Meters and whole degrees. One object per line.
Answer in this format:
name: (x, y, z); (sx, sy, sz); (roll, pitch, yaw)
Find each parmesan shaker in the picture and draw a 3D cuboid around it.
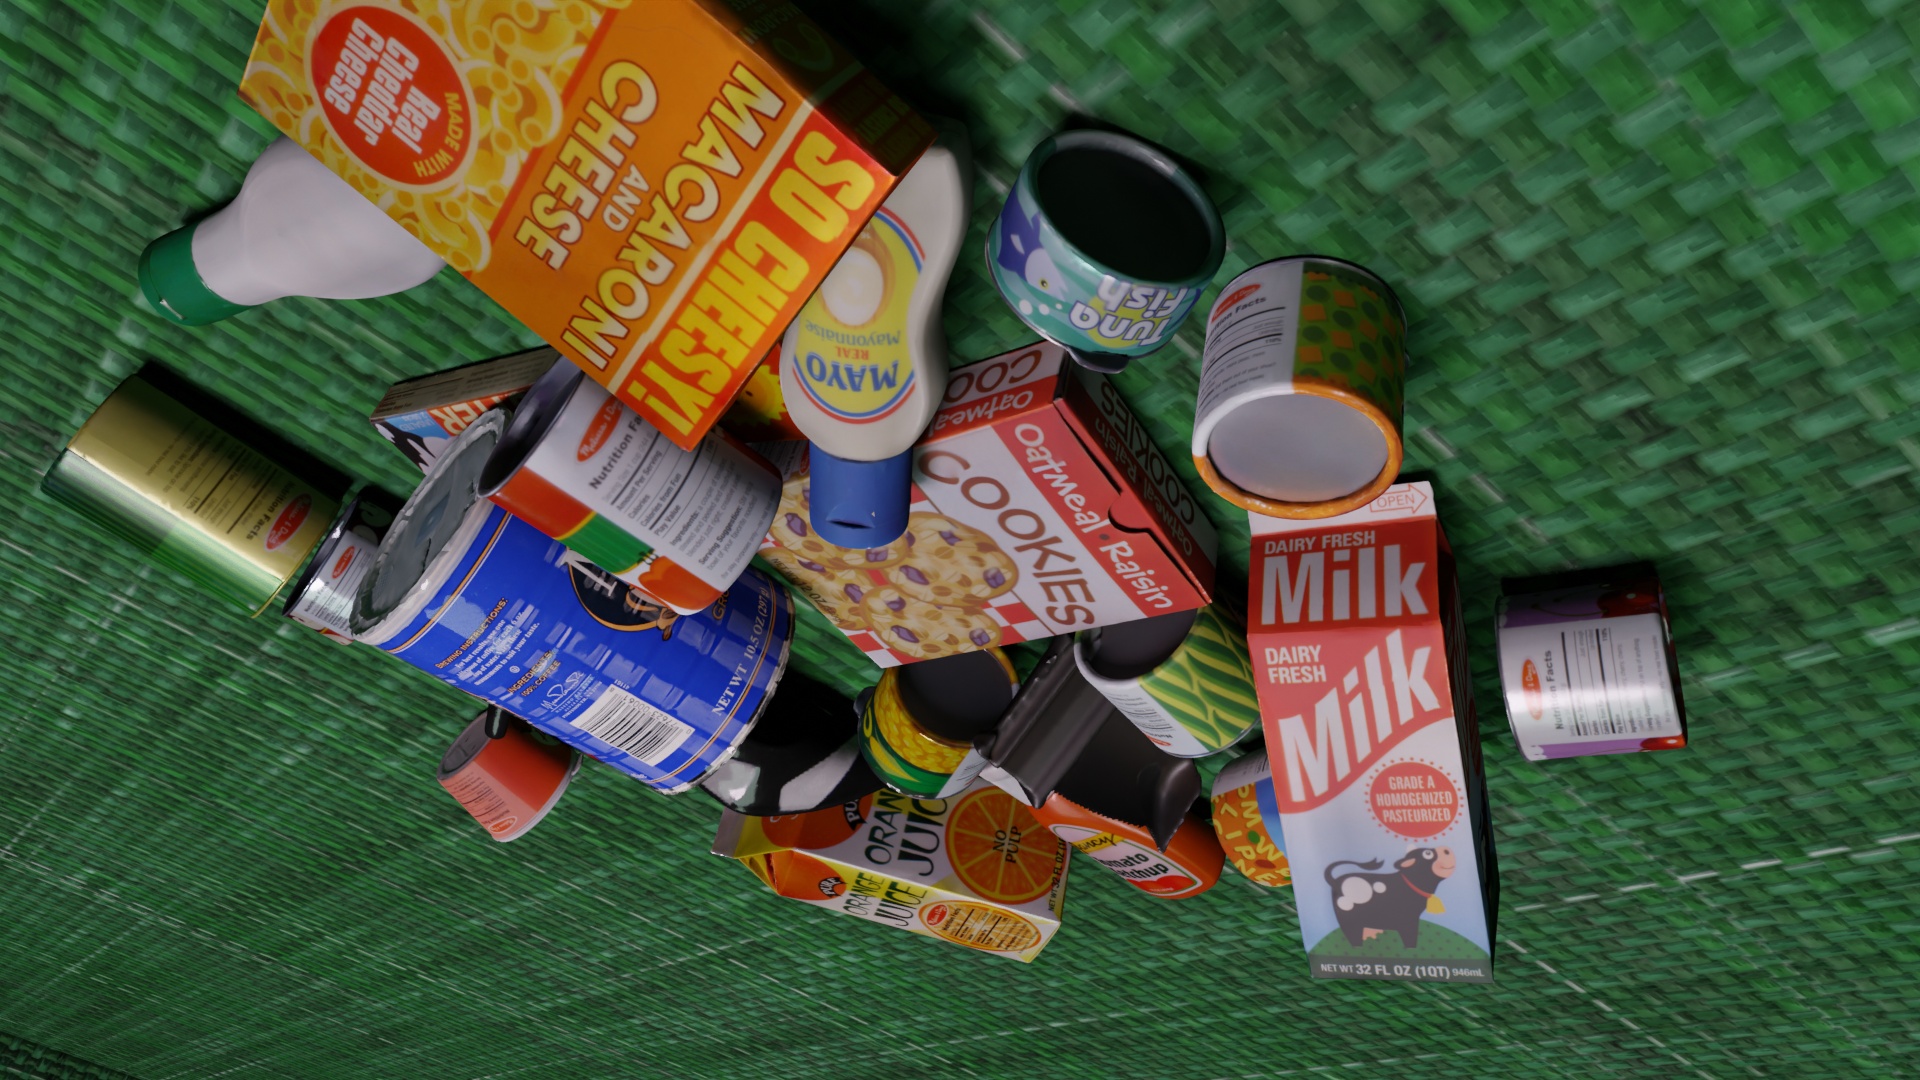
parmesan shaker: (-0.347, -0.022, 0.633); (0.103, 0.072, 0.071); (38, 137, -24)

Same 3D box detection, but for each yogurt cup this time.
yogurt cup: (-0.269, 0.135, 0.817); (0.072, 0.073, 0.054); (-21, 123, 38)

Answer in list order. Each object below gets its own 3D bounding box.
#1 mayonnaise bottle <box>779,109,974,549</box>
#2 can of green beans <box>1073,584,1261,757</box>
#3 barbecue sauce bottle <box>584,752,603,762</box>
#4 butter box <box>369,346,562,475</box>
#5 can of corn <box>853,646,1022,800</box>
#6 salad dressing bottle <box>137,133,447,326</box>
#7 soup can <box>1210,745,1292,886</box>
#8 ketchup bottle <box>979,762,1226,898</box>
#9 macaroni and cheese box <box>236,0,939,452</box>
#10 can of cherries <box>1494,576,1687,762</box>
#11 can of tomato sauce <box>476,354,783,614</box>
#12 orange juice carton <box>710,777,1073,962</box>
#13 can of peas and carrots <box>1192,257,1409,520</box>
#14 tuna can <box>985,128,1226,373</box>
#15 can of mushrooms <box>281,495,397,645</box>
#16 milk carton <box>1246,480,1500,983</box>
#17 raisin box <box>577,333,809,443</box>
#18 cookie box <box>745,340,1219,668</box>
mayonnaise bottle: (-0.031, -0.066, 0.459); (0.065, 0.041, 0.147); (8, 125, 6)
can of green beans: (0.090, 0.048, 0.582); (0.071, 0.071, 0.057); (-18, 132, 36)
barbecue sauce bottle: (-0.222, 0.062, 0.722); (0.064, 0.044, 0.148); (-17, 134, 36)
butter box: (-0.191, -0.049, 0.581); (0.103, 0.024, 0.053); (-8, 139, 27)
can of corn: (-0.012, 0.080, 0.659); (0.071, 0.071, 0.058); (19, 142, -7)
salad dressing bottle: (-0.239, -0.111, 0.500); (0.147, 0.044, 0.064); (-10, 139, 30)
soup can: (0.171, 0.125, 0.653); (0.071, 0.072, 0.083); (31, 141, -21)
ketchup bottle: (0.070, 0.138, 0.727); (0.148, 0.044, 0.064); (36, 147, -26)
macaroni and cheese box: (-0.107, -0.122, 0.395); (0.166, 0.040, 0.123); (39, 127, -8)
can of cherries: (0.244, 0.049, 0.537); (0.058, 0.072, 0.071); (-11, 137, 29)
can of tomato sauce: (-0.116, -0.022, 0.490); (0.083, 0.071, 0.071); (36, 138, -27)
orange juice carton: (-0.038, 0.169, 0.778); (0.193, 0.072, 0.072); (16, 143, -4)
can of peas and carrots: (0.113, -0.047, 0.455); (0.071, 0.059, 0.070); (9, 144, 7)
tuna can: (0.044, -0.087, 0.415); (0.071, 0.071, 0.032); (21, 142, -9)
can of mushrooms: (-0.291, 0.014, 0.664); (0.033, 0.071, 0.070); (33, 140, -25)
milk carton: (0.162, 0.071, 0.545); (0.072, 0.074, 0.190); (-7, 105, 25)
raisin box: (-0.101, -0.087, 0.490); (0.086, 0.040, 0.123); (-3, 141, 20)
cookie box: (0.002, -0.007, 0.560); (0.167, 0.040, 0.122); (-14, 135, 33)
